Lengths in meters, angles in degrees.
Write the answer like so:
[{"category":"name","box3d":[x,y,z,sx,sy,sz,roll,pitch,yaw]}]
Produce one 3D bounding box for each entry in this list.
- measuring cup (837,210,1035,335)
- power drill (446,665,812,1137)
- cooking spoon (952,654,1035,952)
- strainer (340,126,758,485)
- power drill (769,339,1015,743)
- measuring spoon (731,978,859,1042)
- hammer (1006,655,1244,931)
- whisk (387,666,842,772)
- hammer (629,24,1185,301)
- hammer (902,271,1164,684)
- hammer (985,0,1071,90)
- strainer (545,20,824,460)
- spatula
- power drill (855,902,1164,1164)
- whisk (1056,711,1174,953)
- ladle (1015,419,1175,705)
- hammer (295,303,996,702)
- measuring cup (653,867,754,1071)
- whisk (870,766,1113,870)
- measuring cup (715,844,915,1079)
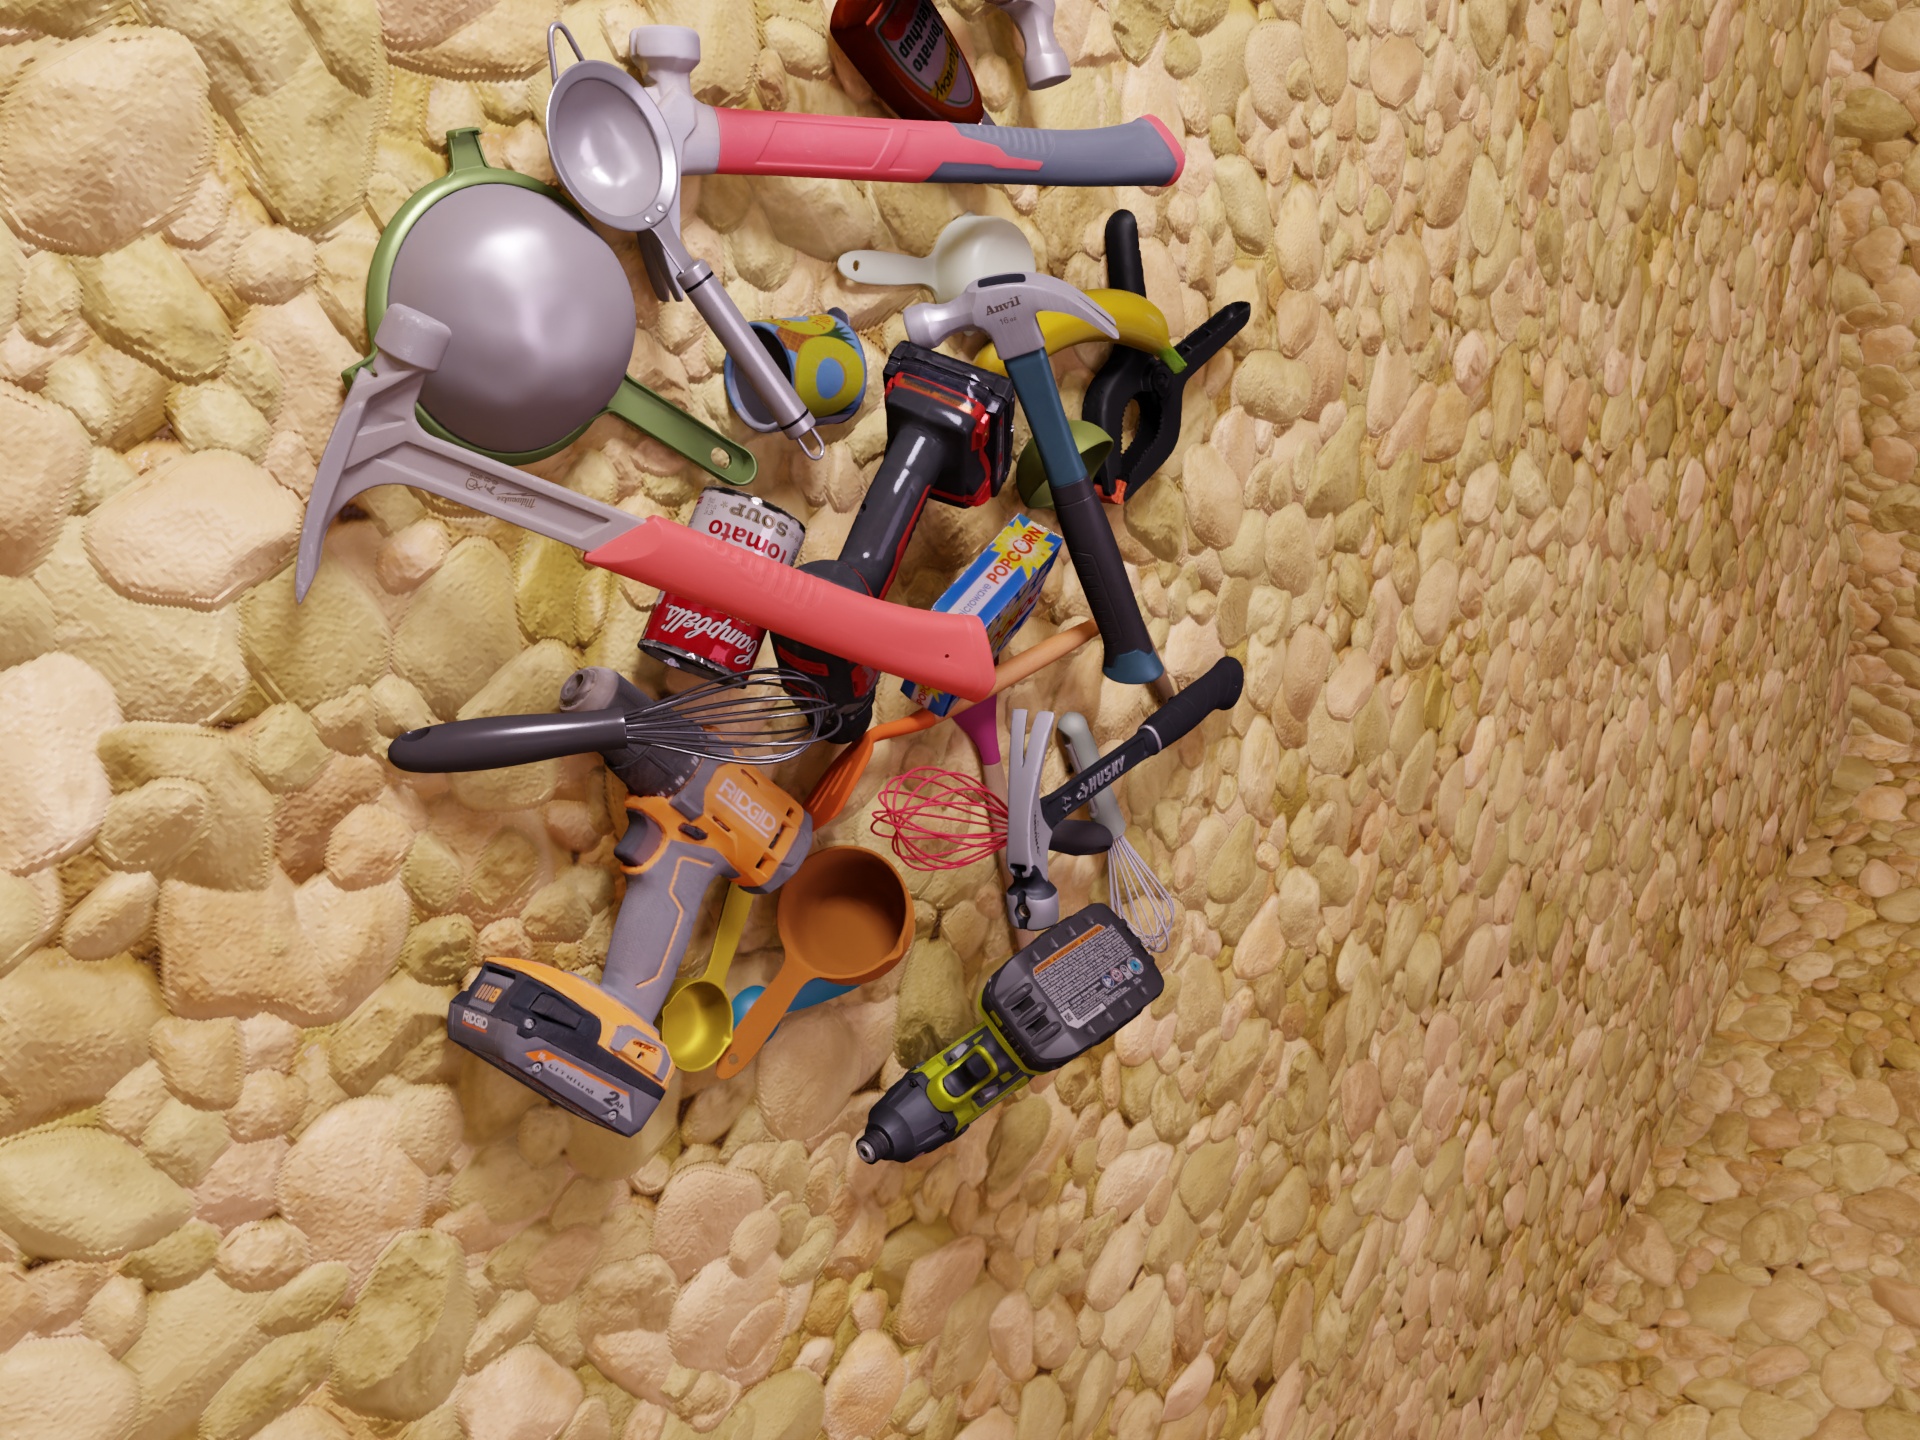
[{"category":"measuring cup","box3d":[-0.010,-0.294,1.040,0.167,0.038,0.083,-14,110,-48]},{"category":"power drill","box3d":[-0.197,0.097,0.907,0.185,0.084,0.226,46,61,-37]},{"category":"cooking spoon","box3d":[0.028,0.053,1.191,0.069,0.017,0.318,-32,122,-39]},{"category":"strainer","box3d":[-0.187,-0.186,0.849,0.256,0.069,0.151,29,78,-46]},{"category":"power drill","box3d":[-0.046,-0.099,0.996,0.187,0.080,0.227,89,25,-68]},{"category":"measuring spoon","box3d":[-0.102,0.190,1.077,0.128,0.021,0.042,-15,111,-44]},{"category":"hammer","box3d":[0.136,0.015,1.224,0.409,0.036,0.149,-30,121,-56]},{"category":"whisk","box3d":[-0.181,0.007,0.851,0.239,0.055,0.055,-6,107,-13]},{"category":"hammer","box3d":[-0.017,-0.330,0.970,0.386,0.038,0.143,-11,109,-34]},{"category":"hammer","box3d":[0.077,-0.156,1.099,0.033,0.128,0.330,-92,162,-53]},{"category":"hammer","box3d":[-0.027,-0.445,0.923,0.331,0.031,0.130,-30,107,-57]},{"category":"strainer","box3d":[-0.149,-0.243,0.849,0.258,0.050,0.087,54,47,-24]},{"category":"spatula","box3d":[-0.002,-0.004,1.105,0.322,0.081,0.041,-29,90,-38]},{"category":"power drill","box3d":[0.028,0.230,1.111,0.171,0.080,0.223,-25,162,-44]},{"category":"whisk","box3d":[0.124,0.096,1.292,0.059,0.058,0.246,-31,119,-16]},{"category":"ladle","box3d":[0.122,-0.105,1.229,0.078,0.062,0.319,-35,133,-3]},{"category":"hammer","box3d":[-0.144,-0.072,0.820,0.358,0.037,0.149,20,101,-24]},{"category":"measuring cup","box3d":[-0.159,0.144,1.009,0.062,0.029,0.157,37,61,-43]},{"category":"whisk","box3d":[0.033,0.077,1.146,0.295,0.073,0.073,13,91,-55]},{"category":"measuring cup","box3d":[-0.098,0.163,1.039,0.173,0.095,0.052,-53,164,-9]}]
